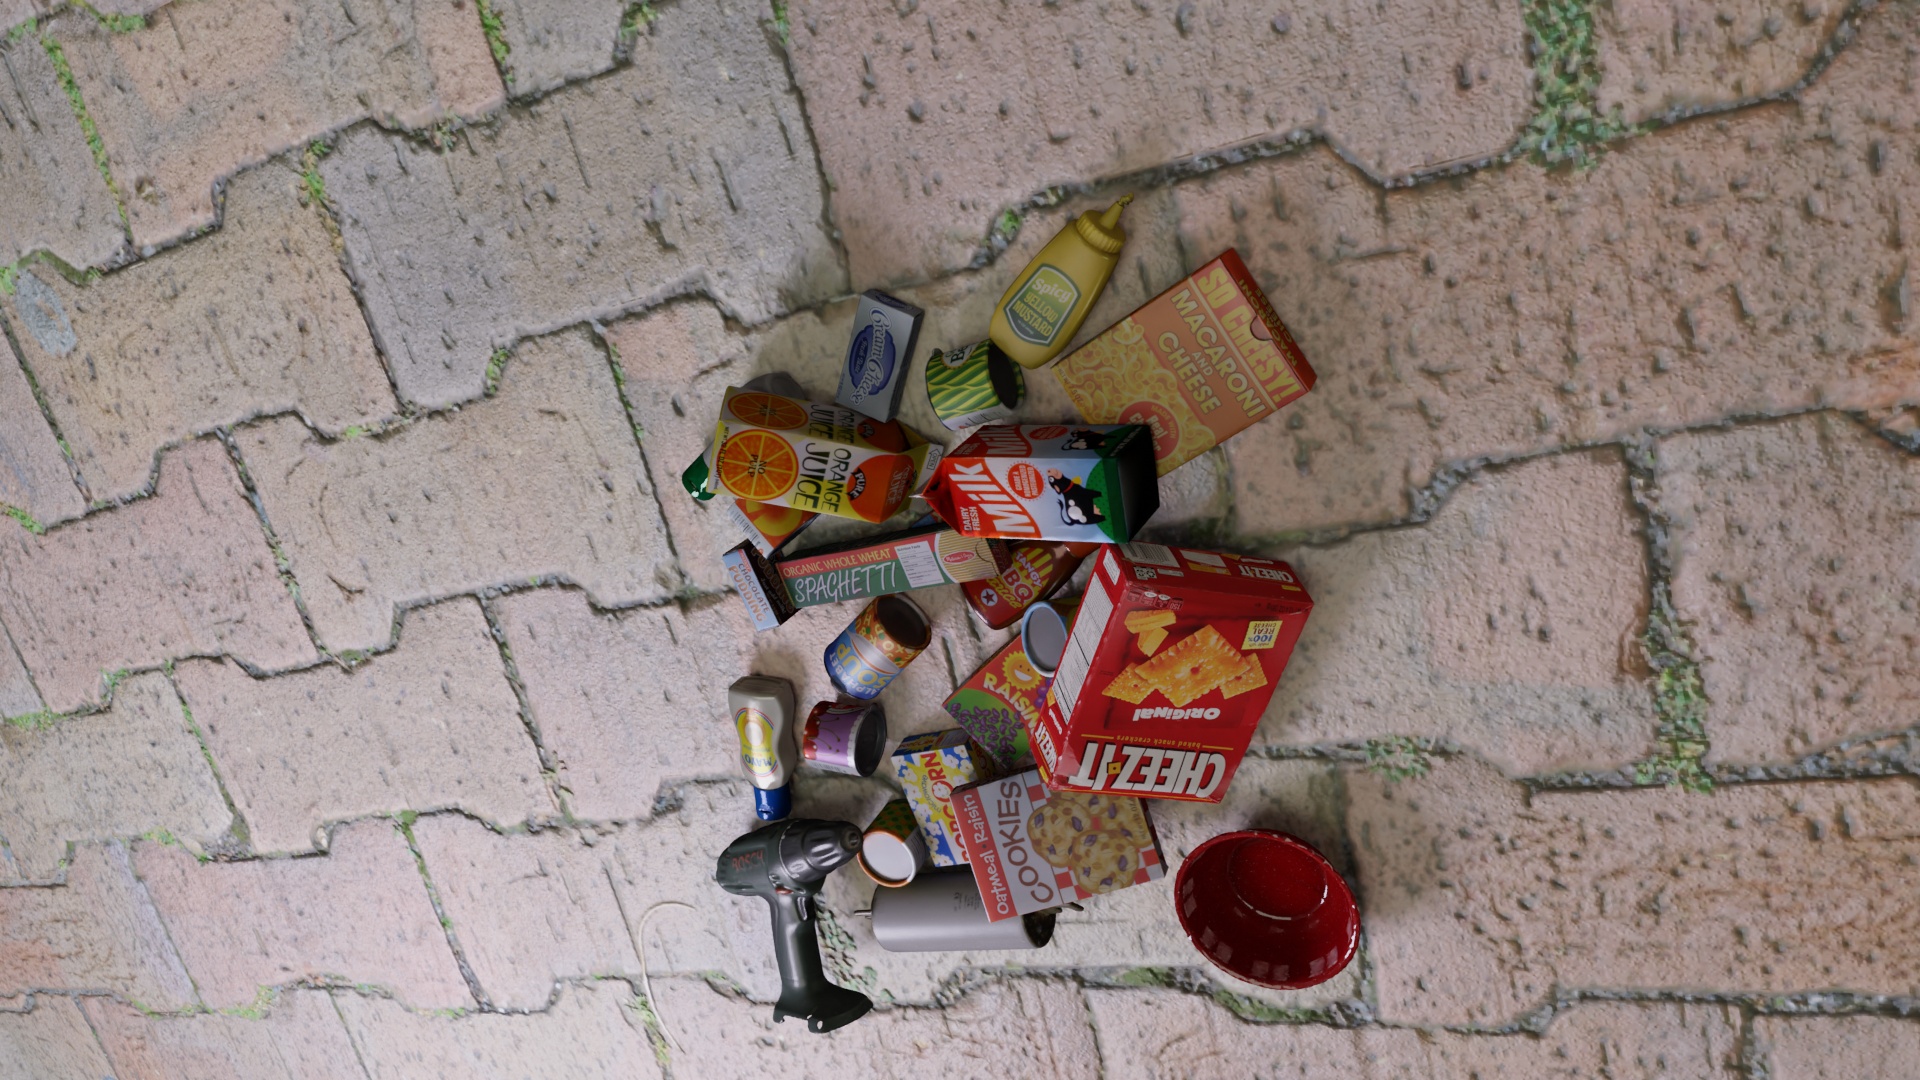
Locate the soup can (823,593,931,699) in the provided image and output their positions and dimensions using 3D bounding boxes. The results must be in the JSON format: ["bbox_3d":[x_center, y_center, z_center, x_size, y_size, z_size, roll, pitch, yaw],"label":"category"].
[{"bbox_3d":[-0.077,0.098,1.278,0.071,0.072,0.083,45,122,1],"label":"soup can"}]

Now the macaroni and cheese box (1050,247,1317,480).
[{"bbox_3d":[0.173,-0.130,1.084,0.166,0.040,0.123,-31,97,32],"label":"macaroni and cheese box"}]

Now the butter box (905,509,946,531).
[{"bbox_3d":[0.004,-0.015,1.220,0.103,0.024,0.053,-34,95,32],"label":"butter box"}]

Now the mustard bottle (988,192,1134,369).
[{"bbox_3d":[0.085,-0.208,1.086,0.065,0.049,0.159,39,122,3],"label":"mustard bottle"}]

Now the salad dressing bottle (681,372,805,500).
[{"bbox_3d":[-0.201,-0.092,1.269,0.064,0.044,0.147,48,122,-2],"label":"salad dressing bottle"}]

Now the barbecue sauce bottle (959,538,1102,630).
[{"bbox_3d":[0.070,0.017,1.192,0.148,0.044,0.065,-35,88,31],"label":"barbecue sauce bottle"}]

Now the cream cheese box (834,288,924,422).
[{"bbox_3d":[-0.070,-0.158,1.193,0.053,0.024,0.103,24,119,13],"label":"cream cheese box"}]

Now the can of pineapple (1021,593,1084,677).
[{"bbox_3d":[0.093,0.078,1.185,0.071,0.058,0.071,15,108,53],"label":"can of pineapple"}]

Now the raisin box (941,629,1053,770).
[{"bbox_3d":[0.054,0.138,1.254,0.086,0.040,0.123,46,121,1],"label":"raisin box"}]

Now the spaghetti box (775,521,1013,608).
[{"bbox_3d":[-0.065,0.020,1.239,0.249,0.029,0.050,-10,108,39],"label":"spaghetti box"}]

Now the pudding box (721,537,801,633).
[{"bbox_3d":[-0.185,0.039,1.315,0.030,0.050,0.083,-17,103,31],"label":"pudding box"}]

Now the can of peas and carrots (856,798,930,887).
[{"bbox_3d":[-0.064,0.297,1.364,0.071,0.059,0.070,9,114,21],"label":"can of peas and carrots"}]

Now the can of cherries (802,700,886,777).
[{"bbox_3d":[-0.111,0.188,1.336,0.058,0.072,0.071,6,114,23],"label":"can of cherries"}]

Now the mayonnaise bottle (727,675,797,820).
[{"bbox_3d":[-0.195,0.210,1.397,0.065,0.041,0.147,5,113,21],"label":"mayonnaise bottle"}]

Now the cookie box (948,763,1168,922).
[{"bbox_3d":[0.087,0.261,1.250,0.167,0.040,0.123,-18,88,14],"label":"cookie box"}]

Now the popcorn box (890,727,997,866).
[{"bbox_3d":[-0.003,0.246,1.326,0.085,0.038,0.126,-14,105,29],"label":"popcorn box"}]

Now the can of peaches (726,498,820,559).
[{"bbox_3d":[-0.169,-0.027,1.272,0.058,0.071,0.071,49,122,-1],"label":"can of peaches"}]

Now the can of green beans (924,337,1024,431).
[{"bbox_3d":[0.012,-0.129,1.143,0.057,0.071,0.071,-13,105,28],"label":"can of green beans"}]

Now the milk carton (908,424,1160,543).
[{"bbox_3d":[0.056,-0.048,1.115,0.190,0.073,0.073,3,117,30],"label":"milk carton"}]

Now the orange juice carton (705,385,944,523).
[{"bbox_3d":[-0.116,-0.070,1.199,0.193,0.073,0.071,10,119,-10],"label":"orange juice carton"}]
